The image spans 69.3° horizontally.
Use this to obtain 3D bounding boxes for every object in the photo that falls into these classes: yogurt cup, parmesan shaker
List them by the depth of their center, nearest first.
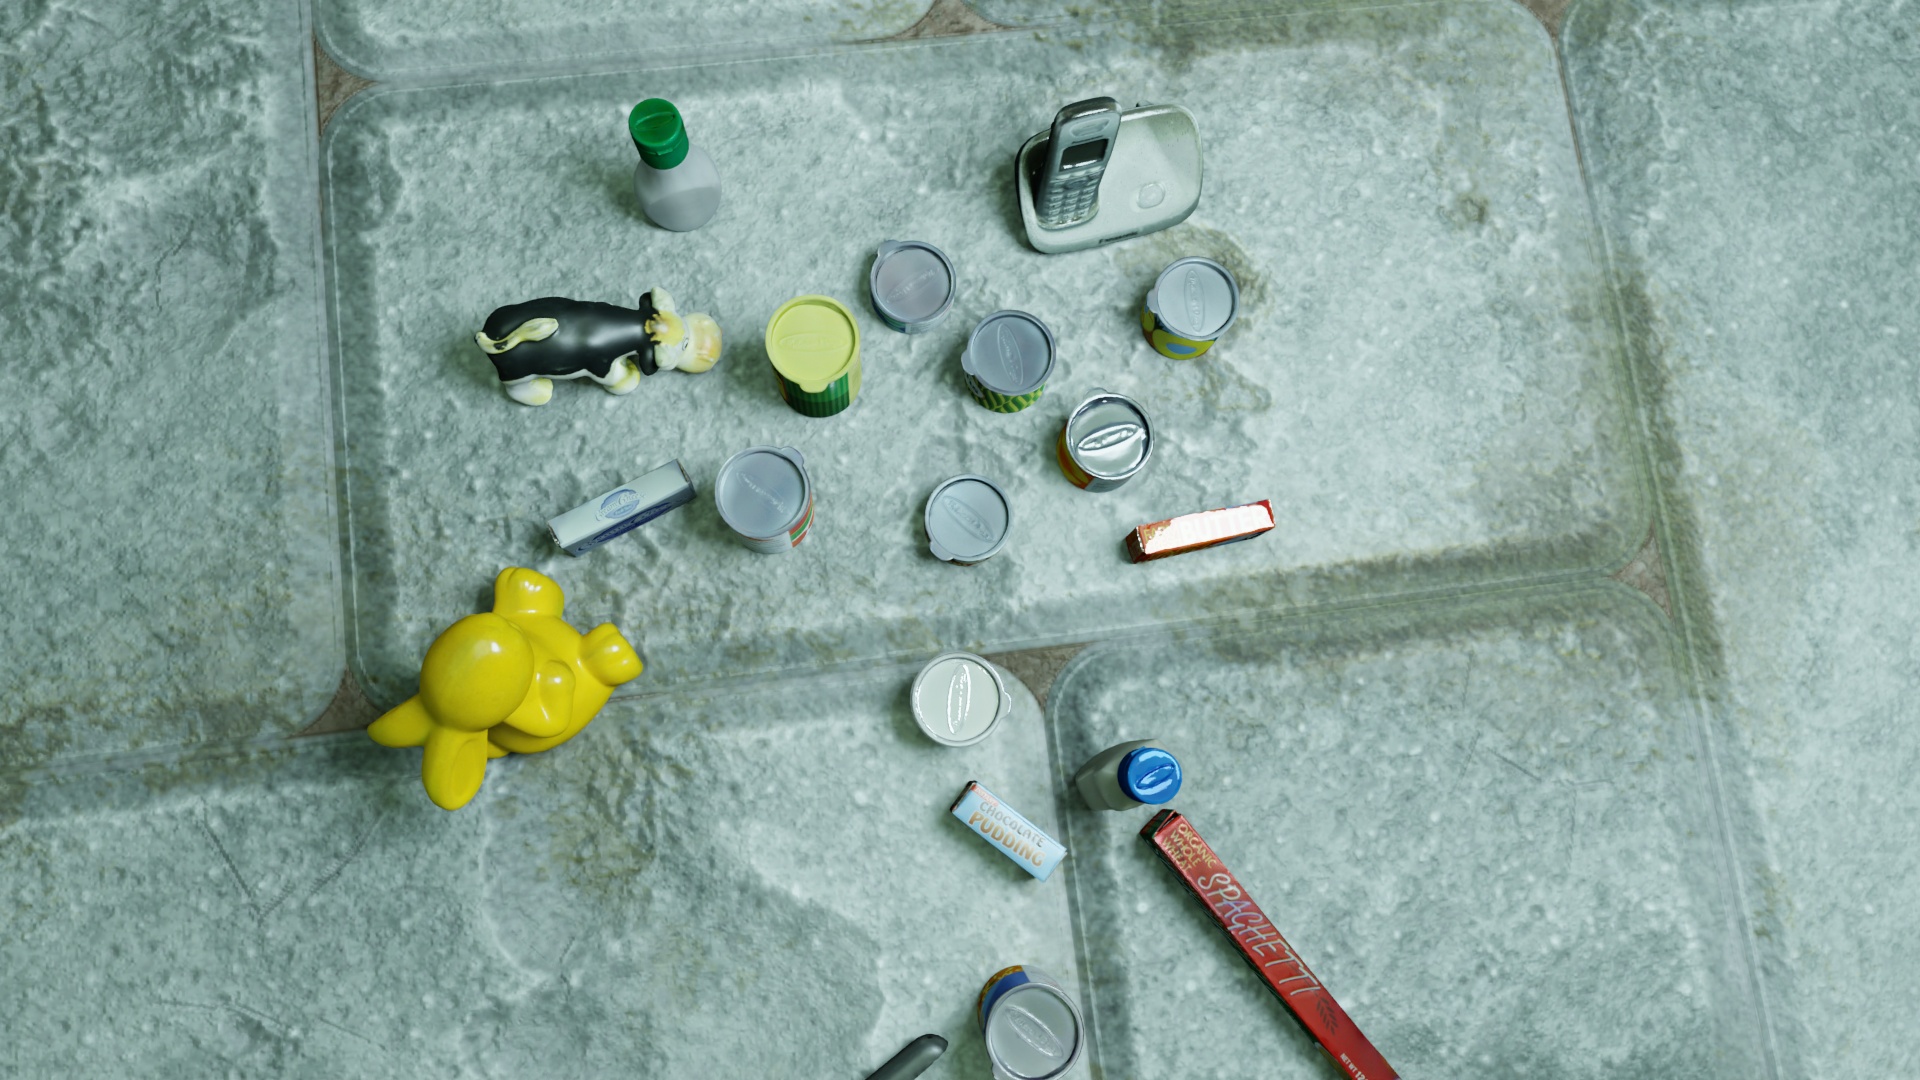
[{"bbox_3d":[-0.003,0.116,1.008,0.072,0.054,0.072,1,81,-4],"label":"yogurt cup"},{"bbox_3d":[-0.106,-0.130,1.018,0.071,0.103,0.071,1,81,-4],"label":"parmesan shaker"}]

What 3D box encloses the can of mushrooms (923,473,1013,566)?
[{"bbox_3d":[0.004,-0.013,1.041,0.071,0.033,0.071,1,81,-4],"label":"can of mushrooms"}]

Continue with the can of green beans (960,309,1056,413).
[{"bbox_3d":[0.036,-0.134,1.051,0.071,0.057,0.071,1,81,-4],"label":"can of green beans"}]

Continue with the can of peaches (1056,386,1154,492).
[{"bbox_3d":[0.107,-0.075,1.045,0.071,0.058,0.071,1,81,-4],"label":"can of peaches"}]

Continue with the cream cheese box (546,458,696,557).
[{"bbox_3d":[-0.245,-0.023,1.016,0.104,0.053,0.024,-27,84,-8],"label":"cream cheese box"}]

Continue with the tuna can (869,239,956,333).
[{"bbox_3d":[-0.038,-0.196,1.069,0.071,0.032,0.071,1,81,-4],"label":"tuna can"}]

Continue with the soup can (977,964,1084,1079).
[{"bbox_3d":[0.045,0.335,0.960,0.071,0.083,0.071,1,81,-4],"label":"soup can"}]

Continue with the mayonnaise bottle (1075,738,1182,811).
[{"bbox_3d":[0.120,0.163,0.961,0.065,0.148,0.041,-28,84,-7],"label":"mayonnaise bottle"}]

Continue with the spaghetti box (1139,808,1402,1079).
[{"bbox_3d":[0.221,0.297,0.995,0.029,0.050,0.250,-39,85,-8],"label":"spaghetti box"}]

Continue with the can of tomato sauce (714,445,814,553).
[{"bbox_3d":[-0.140,-0.030,1.009,0.071,0.083,0.071,1,81,-4],"label":"can of tomato sauce"}]

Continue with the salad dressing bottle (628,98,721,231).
[{"bbox_3d":[-0.211,-0.272,1.012,0.064,0.147,0.044,-18,83,-6],"label":"salad dressing bottle"}]

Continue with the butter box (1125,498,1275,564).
[{"bbox_3d":[0.179,-0.006,1.041,0.103,0.053,0.024,-12,82,-6],"label":"butter box"}]

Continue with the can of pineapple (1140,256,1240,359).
[{"bbox_3d":[0.174,-0.178,1.067,0.071,0.057,0.071,1,81,-4],"label":"can of pineapple"}]

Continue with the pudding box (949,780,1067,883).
[{"bbox_3d":[0.034,0.208,0.998,0.084,0.049,0.030,37,81,3],"label":"pudding box"}]
